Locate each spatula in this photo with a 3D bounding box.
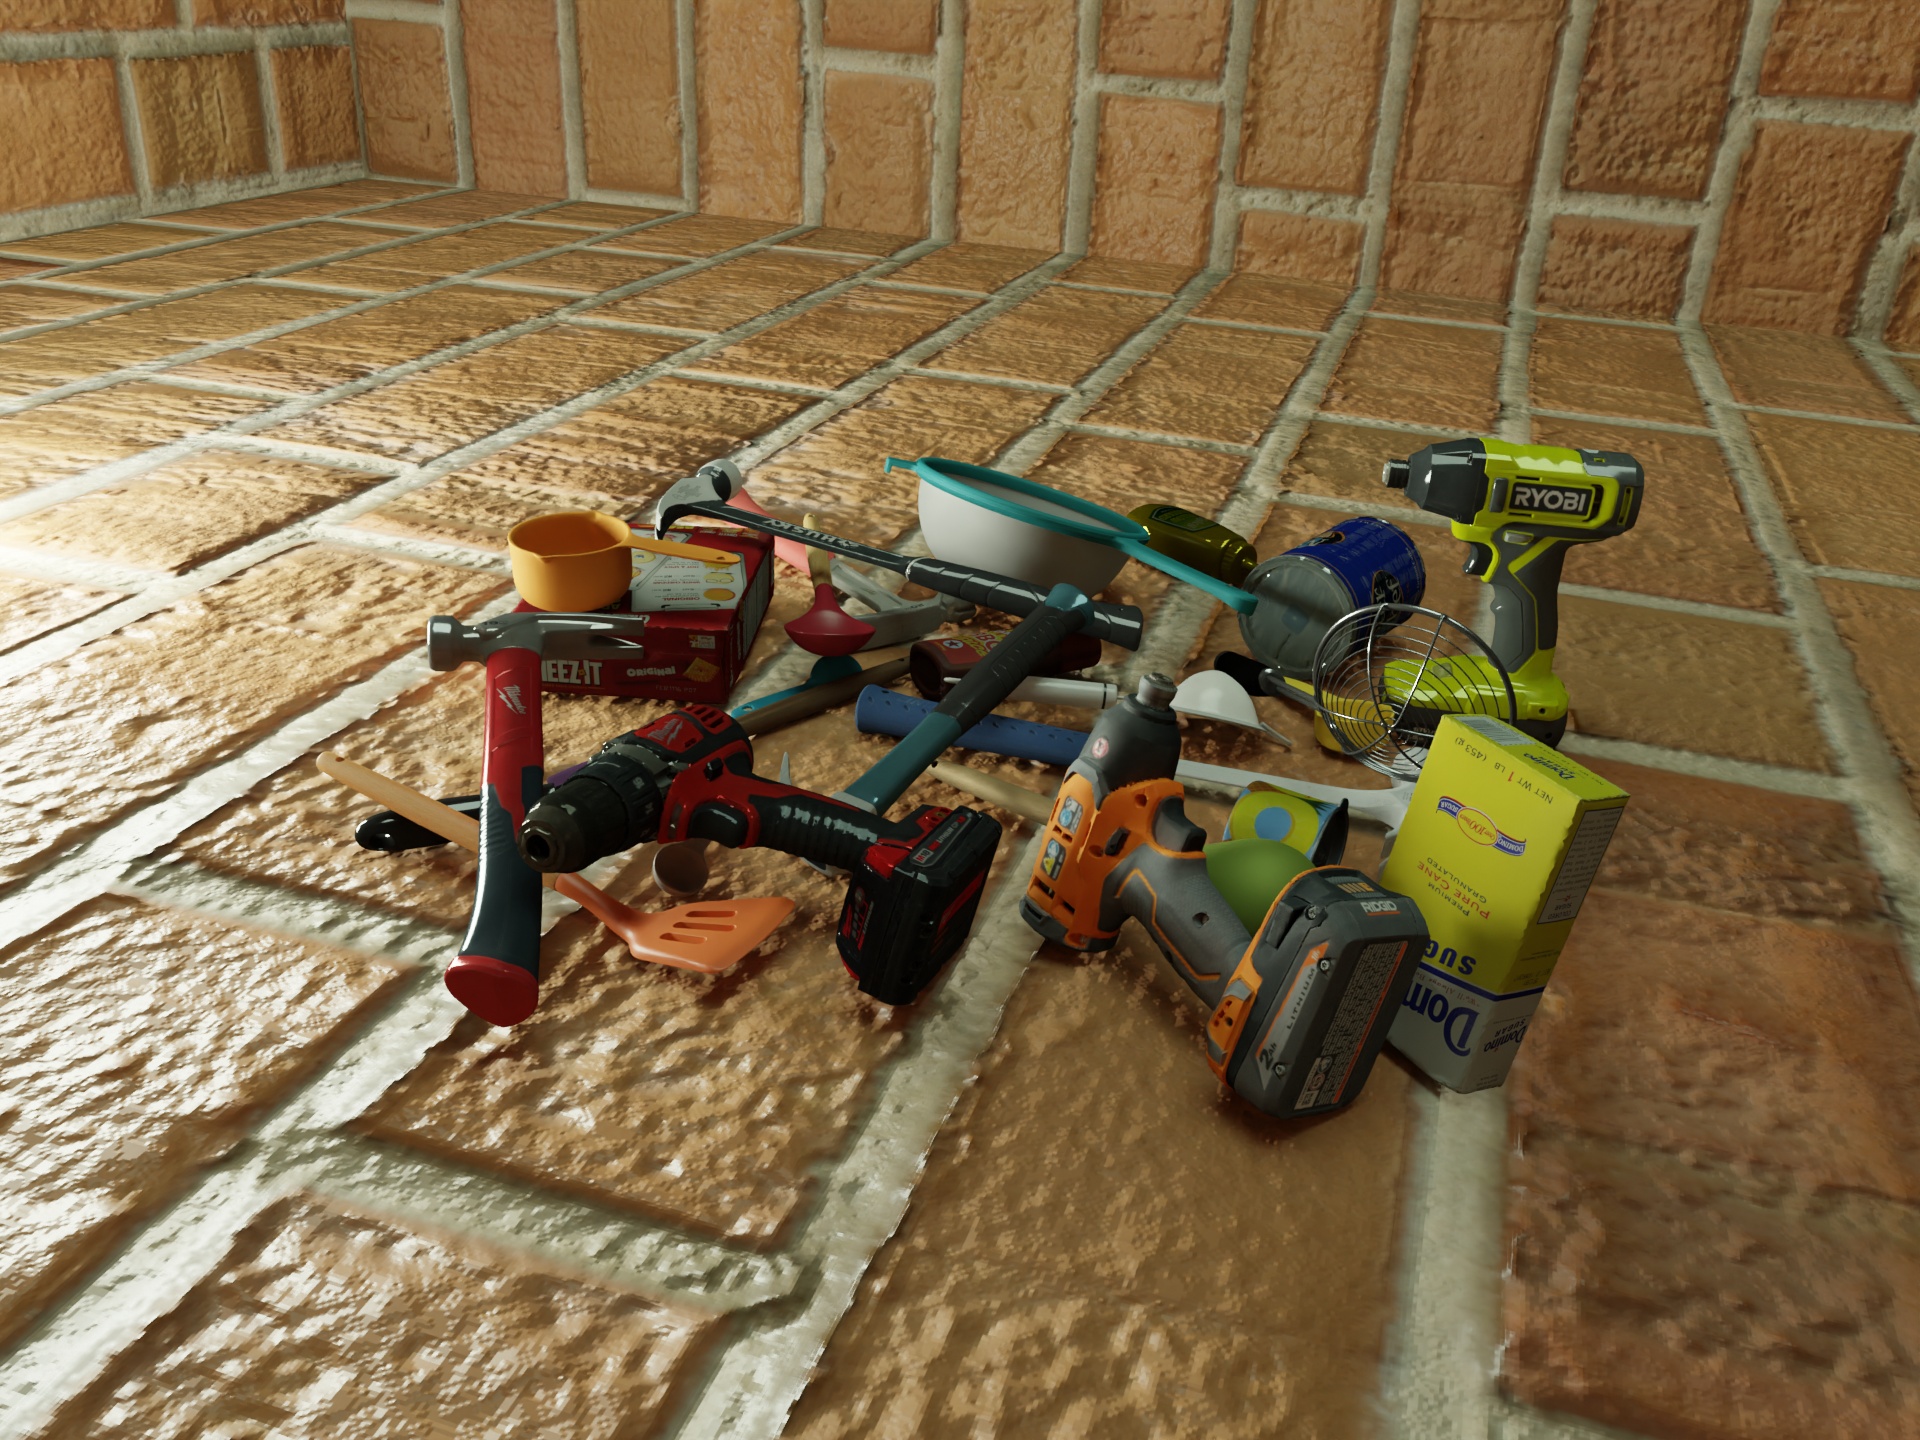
[{"bbox_3d":[-0.251,0.076,0.929,0.323,0.041,0.081,23,32,18],"label":"spatula"},{"bbox_3d":[-0.148,0.003,1.140,0.060,0.018,0.316,29,37,36],"label":"spatula"}]

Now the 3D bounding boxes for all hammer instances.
[{"bbox_3d":[0.121,0.029,1.097,0.405,0.035,0.144,10,27,15],"label":"hammer"},{"bbox_3d":[-0.248,0.037,0.937,0.143,0.038,0.387,-1,31,-14],"label":"hammer"},{"bbox_3d":[-0.148,-0.148,1.425,0.149,0.036,0.359,-16,32,-33],"label":"hammer"},{"bbox_3d":[-0.051,-0.124,1.258,0.409,0.036,0.149,17,29,13],"label":"hammer"},{"bbox_3d":[-0.002,-0.003,1.082,0.128,0.033,0.331,20,42,27],"label":"hammer"}]

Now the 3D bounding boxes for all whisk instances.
[{"bbox_3d":[-0.257,0.049,1.004,0.239,0.055,0.055,-11,29,-17],"label":"whisk"}]

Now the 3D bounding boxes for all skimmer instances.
[{"bbox_3d":[0.258,-0.033,1.096,0.090,0.127,0.363,-33,11,0],"label":"skimmer"}]

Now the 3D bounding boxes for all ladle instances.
[{"bbox_3d":[-0.115,-0.116,1.300,0.069,0.031,0.316,2,25,-10],"label":"ladle"},{"bbox_3d":[0.089,0.074,0.998,0.320,0.062,0.078,20,75,45],"label":"ladle"}]

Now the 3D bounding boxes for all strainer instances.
[{"bbox_3d":[0.117,-0.018,1.160,0.258,0.050,0.087,6,1,-2],"label":"strainer"},{"bbox_3d":[0.095,-0.125,1.335,0.341,0.095,0.211,30,19,35],"label":"strainer"}]

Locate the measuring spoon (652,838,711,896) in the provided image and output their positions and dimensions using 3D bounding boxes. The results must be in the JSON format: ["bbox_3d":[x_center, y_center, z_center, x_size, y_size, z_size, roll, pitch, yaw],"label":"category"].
[{"bbox_3d":[-0.158,0.065,0.986,0.034,0.018,0.124,32,41,-8],"label":"measuring spoon"}]

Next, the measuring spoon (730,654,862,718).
[{"bbox_3d":[-0.124,-0.028,1.200,0.042,0.021,0.128,23,31,35],"label":"measuring spoon"}]

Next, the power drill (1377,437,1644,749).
[{"bbox_3d":[0.382,-0.093,1.158,0.171,0.223,0.080,7,26,7],"label":"power drill"}]

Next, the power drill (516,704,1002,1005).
[{"bbox_3d":[-0.110,0.069,0.870,0.227,0.080,0.188,22,22,14],"label":"power drill"}]

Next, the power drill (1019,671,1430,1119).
[{"bbox_3d":[0.131,0.084,0.843,0.084,0.164,0.227,3,23,-39],"label":"power drill"}]

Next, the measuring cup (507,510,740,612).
[{"bbox_3d":[-0.244,-0.108,1.162,0.173,0.052,0.095,9,29,9],"label":"measuring cup"}]

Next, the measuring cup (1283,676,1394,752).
[{"bbox_3d":[0.271,-0.007,1.209,0.062,0.029,0.157,-7,16,-19],"label":"measuring cup"}]
